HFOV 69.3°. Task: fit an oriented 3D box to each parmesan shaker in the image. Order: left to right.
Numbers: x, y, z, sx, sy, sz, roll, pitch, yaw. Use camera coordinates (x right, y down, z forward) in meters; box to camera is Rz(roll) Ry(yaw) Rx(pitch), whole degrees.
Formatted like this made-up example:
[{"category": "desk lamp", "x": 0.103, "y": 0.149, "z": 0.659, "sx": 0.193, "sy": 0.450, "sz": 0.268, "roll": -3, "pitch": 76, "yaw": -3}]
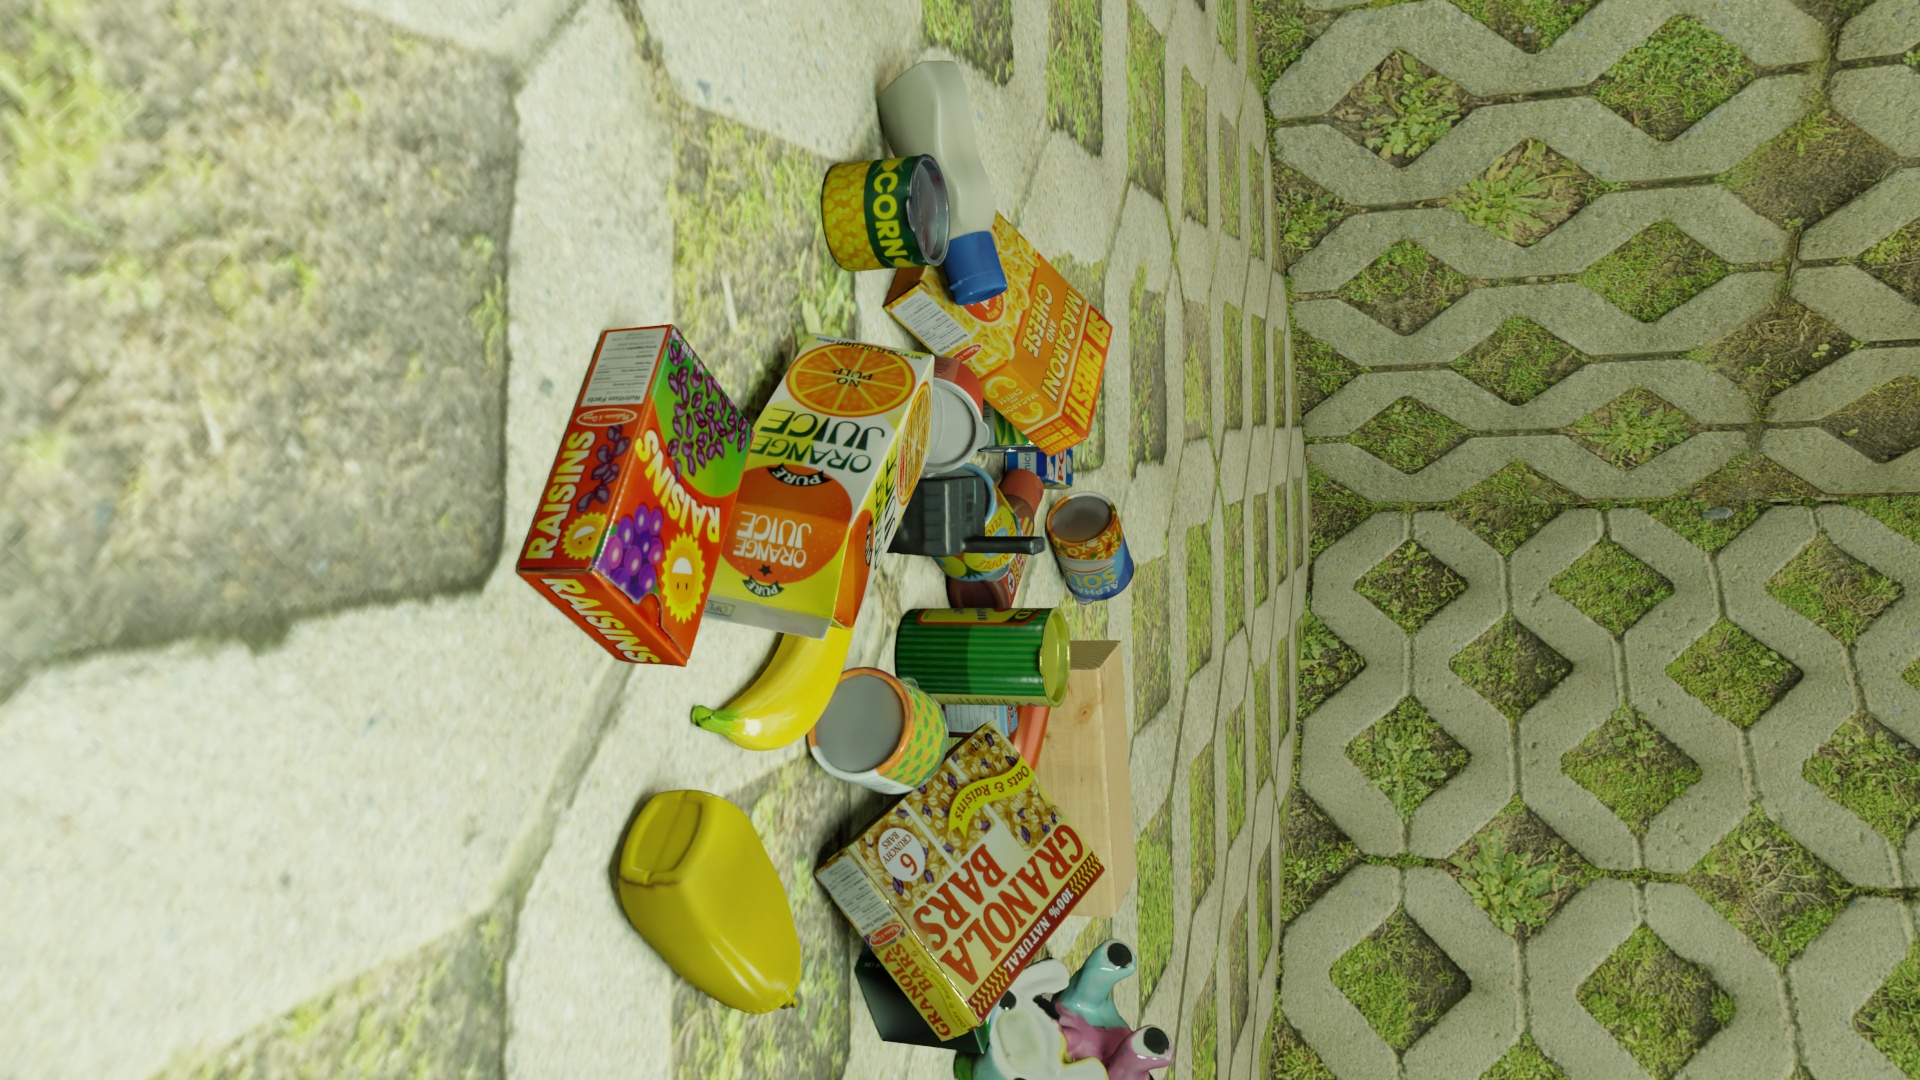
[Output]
[{"category": "parmesan shaker", "x": 0.015, "y": 0.077, "z": 0.925, "sx": 0.071, "sy": 0.103, "sz": 0.071, "roll": -2, "pitch": 91, "yaw": -71}]

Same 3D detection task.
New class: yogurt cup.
[{"category": "yogurt cup", "x": -0.016, "y": -0.086, "z": 0.911, "sx": 0.054, "sy": 0.072, "sz": 0.072, "roll": -74, "pitch": 155, "yaw": -59}]

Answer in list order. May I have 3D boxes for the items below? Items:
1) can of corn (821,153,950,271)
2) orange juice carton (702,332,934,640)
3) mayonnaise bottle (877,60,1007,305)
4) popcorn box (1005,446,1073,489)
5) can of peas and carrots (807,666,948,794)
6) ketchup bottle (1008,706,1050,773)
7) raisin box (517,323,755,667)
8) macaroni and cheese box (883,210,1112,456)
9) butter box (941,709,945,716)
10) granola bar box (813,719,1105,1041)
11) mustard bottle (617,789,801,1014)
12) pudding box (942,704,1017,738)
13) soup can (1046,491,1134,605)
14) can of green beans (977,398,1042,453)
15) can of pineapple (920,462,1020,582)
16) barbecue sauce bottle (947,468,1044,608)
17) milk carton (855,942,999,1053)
[{"category": "can of corn", "x": -0.045, "y": -0.197, "z": 0.838, "sx": 0.071, "sy": 0.058, "sz": 0.071, "roll": -2, "pitch": 91, "yaw": -70}, {"category": "orange juice carton", "x": -0.073, "y": -0.022, "z": 0.710, "sx": 0.194, "sy": 0.072, "sz": 0.072, "roll": -69, "pitch": 167, "yaw": -47}, {"category": "mayonnaise bottle", "x": -0.008, "y": -0.226, "z": 0.889, "sx": 0.041, "sy": 0.064, "sz": 0.148, "roll": -15, "pitch": 88, "yaw": -37}, {"category": "popcorn box", "x": 0.068, "y": -0.109, "z": 1.178, "sx": 0.085, "sy": 0.038, "sz": 0.126, "roll": 10, "pitch": 79, "yaw": -69}, {"category": "can of peas and carrots", "x": -0.047, "y": 0.108, "z": 0.805, "sx": 0.058, "sy": 0.071, "sz": 0.071, "roll": 41, "pitch": 51, "yaw": -64}, {"category": "ketchup bottle", "x": 0.030, "y": 0.176, "z": 1.032, "sx": 0.043, "sy": 0.064, "sz": 0.149, "roll": 23, "pitch": 68, "yaw": -24}, {"category": "raisin box", "x": -0.136, "y": -0.019, "z": 0.605, "sx": 0.085, "sy": 0.040, "sz": 0.124, "roll": 61, "pitch": 34, "yaw": -54}, {"category": "macaroni and cheese box", "x": 0.031, "y": -0.156, "z": 0.970, "sx": 0.166, "sy": 0.040, "sz": 0.124, "roll": 40, "pitch": 45, "yaw": -26}, {"category": "butter box", "x": -0.039, "y": 0.125, "z": 0.889, "sx": 0.103, "sy": 0.024, "sz": 0.053, "roll": 43, "pitch": 49, "yaw": -63}, {"category": "granola bar box", "x": 0.006, "y": 0.200, "z": 0.846, "sx": 0.124, "sy": 0.039, "sz": 0.166, "roll": 52, "pitch": 38, "yaw": 3}, {"category": "mustard bottle", "x": -0.109, "y": 0.184, "z": 0.656, "sx": 0.066, "sy": 0.049, "sz": 0.159, "roll": -71, "pitch": 153, "yaw": -43}, {"category": "pudding box", "x": 0.013, "y": 0.099, "z": 0.999, "sx": 0.030, "sy": 0.049, "sz": 0.083, "roll": -32, "pitch": 119, "yaw": -69}, {"category": "soup can", "x": 0.118, "y": 0.007, "z": 1.275, "sx": 0.083, "sy": 0.071, "sz": 0.072, "roll": 66, "pitch": 30, "yaw": -47}, {"category": "can of green beans", "x": 0.045, "y": -0.099, "z": 1.073, "sx": 0.071, "sy": 0.071, "sz": 0.058, "roll": 1, "pitch": 88, "yaw": -70}, {"category": "can of pineapple", "x": 0.003, "y": -0.012, "z": 0.949, "sx": 0.057, "sy": 0.071, "sz": 0.071, "roll": 52, "pitch": 41, "yaw": -58}, {"category": "barbecue sauce bottle", "x": 0.030, "y": 0.000, "z": 1.062, "sx": 0.149, "sy": 0.043, "sz": 0.064, "roll": -67, "pitch": 148, "yaw": -50}, {"category": "milk carton", "x": 0.001, "y": 0.235, "z": 0.925, "sx": 0.192, "sy": 0.072, "sz": 0.073, "roll": -64, "pitch": 147, "yaw": -50}]
